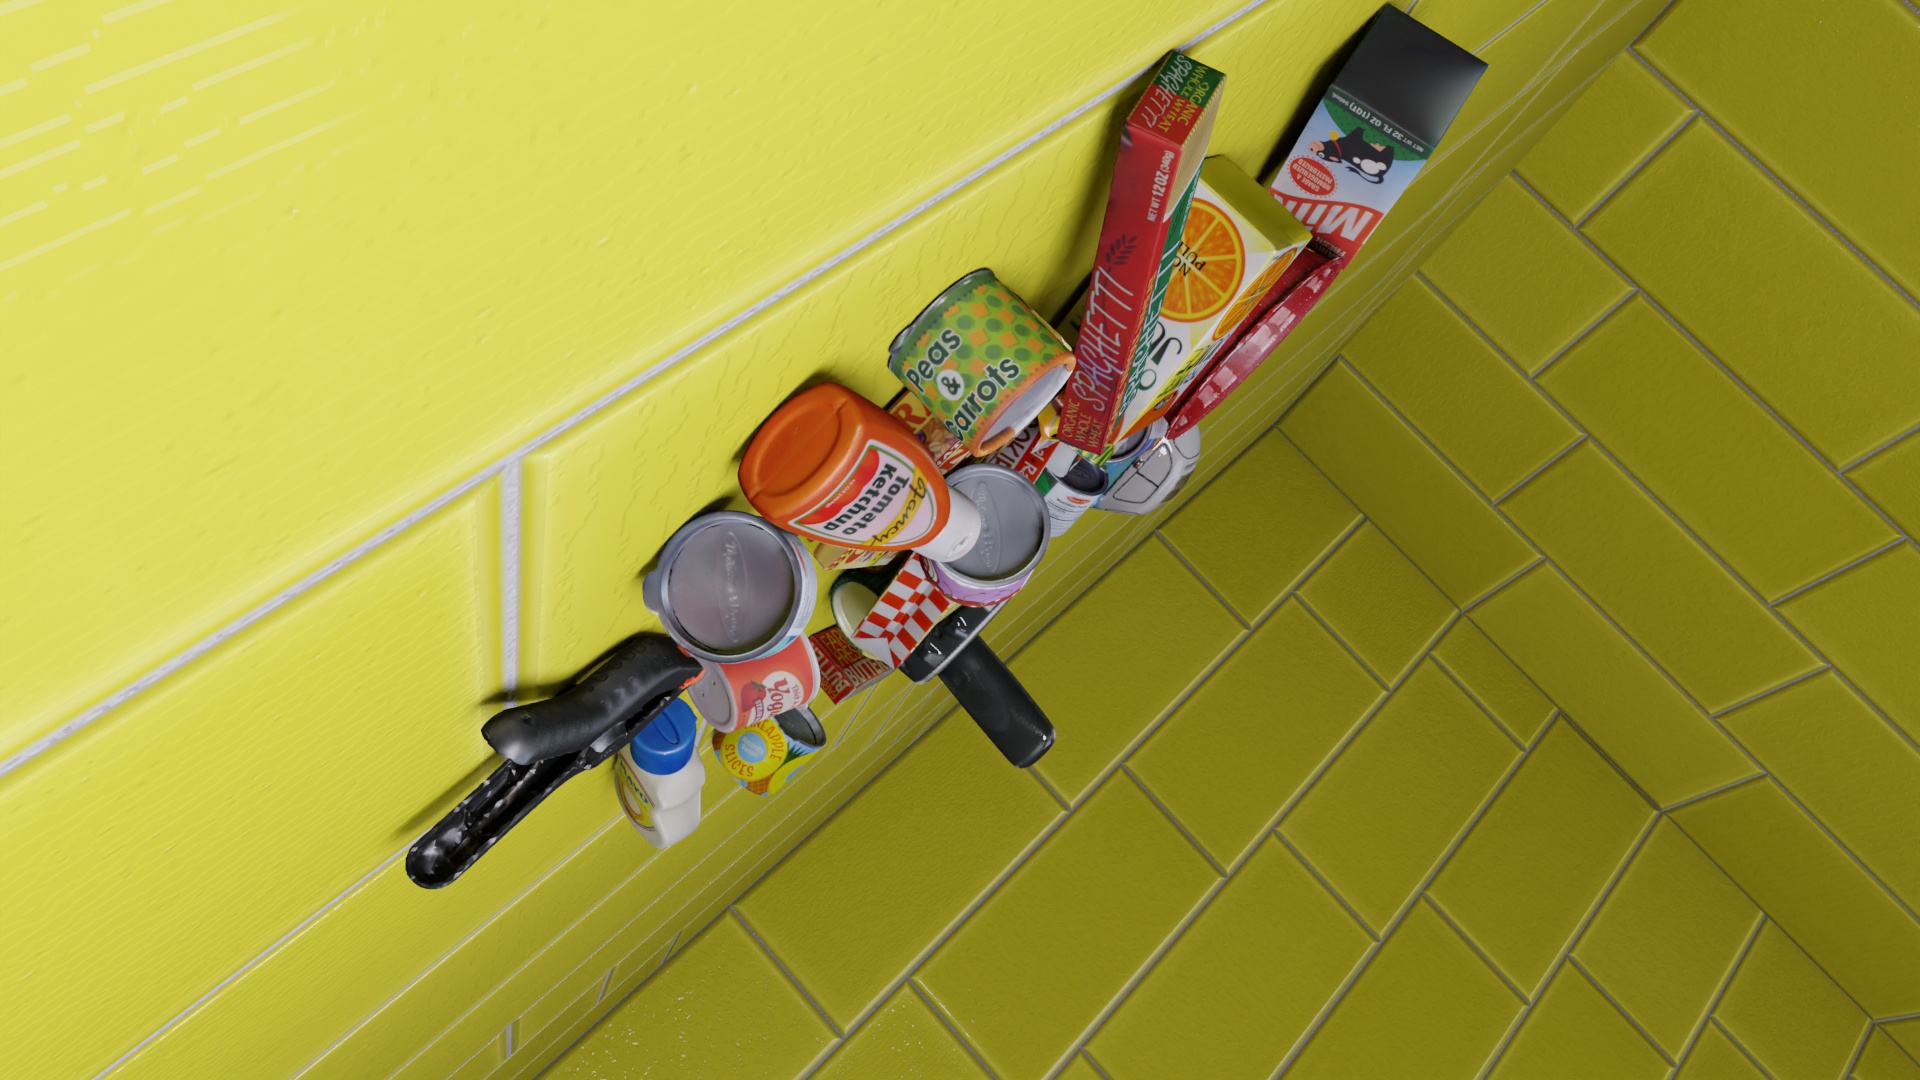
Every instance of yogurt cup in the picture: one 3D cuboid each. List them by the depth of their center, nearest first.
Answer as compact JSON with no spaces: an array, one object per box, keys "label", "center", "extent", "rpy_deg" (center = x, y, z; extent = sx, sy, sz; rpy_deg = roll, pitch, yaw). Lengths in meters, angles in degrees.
[{"label":"yogurt cup","center":[-0.121,0.072,0.782],"extent":[0.054,0.072,0.072],"rpy_deg":[-27,164,-36]}]

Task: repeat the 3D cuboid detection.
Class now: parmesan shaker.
[{"label":"parmesan shaker","center":[-0.032,0.029,0.970],"extent":[0.103,0.071,0.071],"rpy_deg":[-35,169,-41]}]

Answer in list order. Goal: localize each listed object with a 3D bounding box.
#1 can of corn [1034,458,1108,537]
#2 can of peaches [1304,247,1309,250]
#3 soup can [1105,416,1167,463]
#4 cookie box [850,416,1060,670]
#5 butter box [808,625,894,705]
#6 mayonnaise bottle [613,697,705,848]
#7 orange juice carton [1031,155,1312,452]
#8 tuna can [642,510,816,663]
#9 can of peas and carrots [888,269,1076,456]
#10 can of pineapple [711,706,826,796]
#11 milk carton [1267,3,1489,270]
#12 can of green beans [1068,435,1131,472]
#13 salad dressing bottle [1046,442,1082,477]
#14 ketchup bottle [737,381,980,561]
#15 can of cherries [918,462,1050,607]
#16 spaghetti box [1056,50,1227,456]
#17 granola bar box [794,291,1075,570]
[{"label":"can of corn","center":[0.075,-0.047,1.114],"extent":[0.071,0.071,0.058],"rpy_deg":[-33,168,-50]},{"label":"can of peaches","center":[0.210,-0.195,0.998],"extent":[0.058,0.071,0.071],"rpy_deg":[-41,171,-15]},{"label":"soup can","center":[0.122,-0.095,1.093],"extent":[0.071,0.071,0.084],"rpy_deg":[-46,172,16]},{"label":"cookie box","center":[0.003,-0.011,0.892],"extent":[0.168,0.040,0.122],"rpy_deg":[-56,-178,-39]},{"label":"butter box","center":[-0.085,0.091,1.082],"extent":[0.024,0.053,0.104],"rpy_deg":[-43,172,20]},{"label":"mayonnaise bottle","center":[-0.180,0.135,0.830],"extent":[0.041,0.065,0.147],"rpy_deg":[-30,163,-26]},{"label":"orange juice carton","center":[0.110,-0.125,0.817],"extent":[0.191,0.073,0.072],"rpy_deg":[-52,168,33]},{"label":"tuna can","center":[-0.100,0.021,0.610],"extent":[0.071,0.071,0.033],"rpy_deg":[-44,172,3]},{"label":"can of peas and carrots","center":[0.009,-0.080,0.637],"extent":[0.071,0.059,0.071],"rpy_deg":[-43,172,-8]},{"label":"can of pineapple","center":[-0.145,0.150,1.045],"extent":[0.057,0.071,0.071],"rpy_deg":[-45,172,11]},{"label":"milk carton","center":[0.249,-0.240,0.882],"extent":[0.073,0.072,0.190],"rpy_deg":[-55,176,-16]},{"label":"can of green beans","center":[0.092,-0.093,0.948],"extent":[0.057,0.071,0.071],"rpy_deg":[-46,171,14]},{"label":"salad dressing bottle","center":[0.110,-0.112,1.012],"extent":[0.147,0.044,0.064],"rpy_deg":[-45,180,12]},{"label":"ketchup bottle","center":[-0.036,-0.022,0.624],"extent":[0.064,0.043,0.148],"rpy_deg":[-44,155,9]},{"label":"can of cherries","center":[0.009,-0.002,0.740],"extent":[0.071,0.071,0.058],"rpy_deg":[-41,173,-13]},{"label":"spaghetti box","center":[0.083,-0.126,0.679],"extent":[0.050,0.029,0.248],"rpy_deg":[-58,168,-25]},{"label":"granola bar box","center":[-0.010,-0.055,0.742],"extent":[0.165,0.039,0.124],"rpy_deg":[-44,173,8]}]
